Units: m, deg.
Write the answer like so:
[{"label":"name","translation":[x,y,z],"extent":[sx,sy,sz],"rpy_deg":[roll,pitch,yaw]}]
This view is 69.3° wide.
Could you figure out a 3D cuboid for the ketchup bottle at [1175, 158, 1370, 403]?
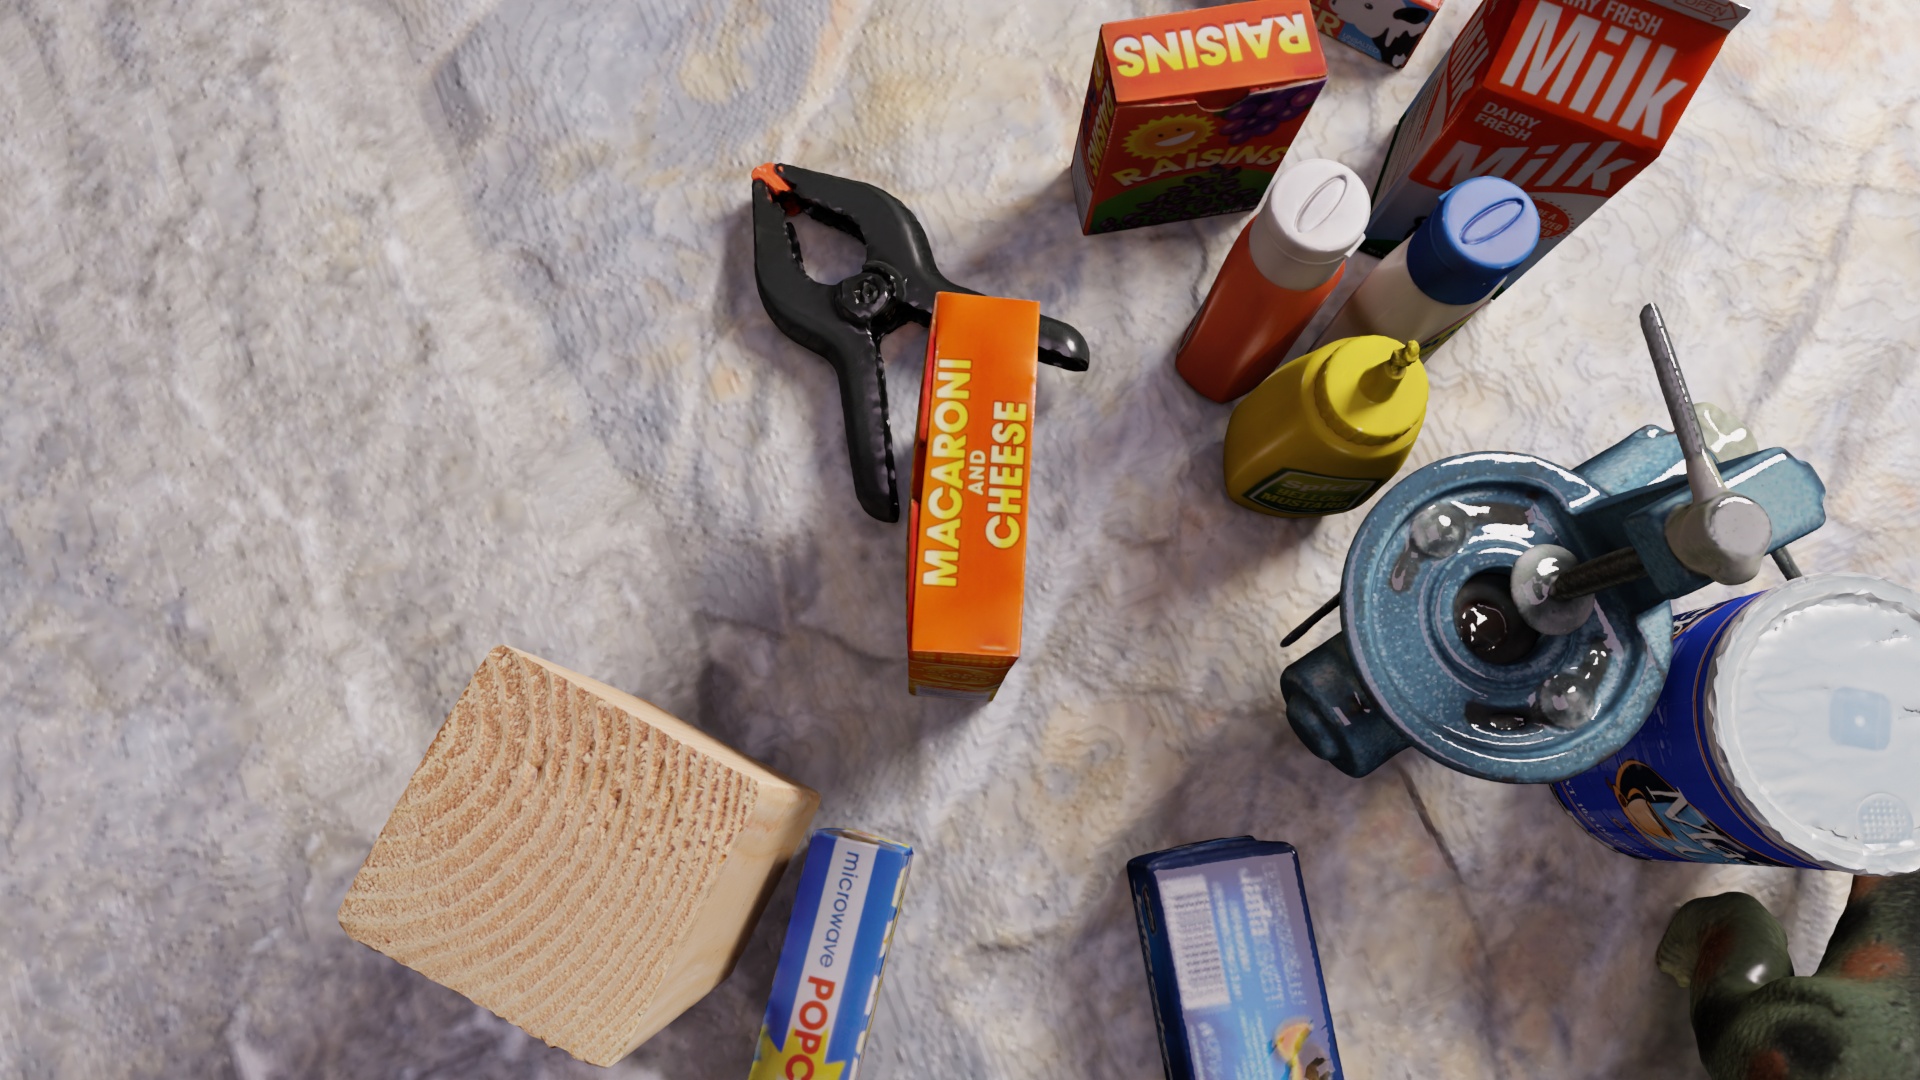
[{"label":"ketchup bottle","translation":[0.127,-0.104,0.564],"extent":[0.043,0.148,0.065],"rpy_deg":[39,80,6]}]

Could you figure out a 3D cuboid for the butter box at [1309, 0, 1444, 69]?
[{"label":"butter box","translation":[0.173,-0.263,0.647],"extent":[0.103,0.053,0.024],"rpy_deg":[29,79,4]}]

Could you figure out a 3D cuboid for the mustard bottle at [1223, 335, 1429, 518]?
[{"label":"mustard bottle","translation":[0.147,-0.046,0.546],"extent":[0.065,0.160,0.049],"rpy_deg":[5,79,0]}]

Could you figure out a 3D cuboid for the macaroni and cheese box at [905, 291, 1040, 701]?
[{"label":"macaroni and cheese box","translation":[0.002,-0.007,0.531],"extent":[0.040,0.166,0.124],"rpy_deg":[4,78,0]}]

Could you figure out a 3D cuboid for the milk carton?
[{"label":"milk carton","translation":[0.231,-0.173,0.560],"extent":[0.072,0.190,0.073],"rpy_deg":[21,79,3]}]

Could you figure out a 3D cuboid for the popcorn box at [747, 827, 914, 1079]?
[{"label":"popcorn box","translation":[-0.051,0.175,0.532],"extent":[0.038,0.085,0.127],"rpy_deg":[14,78,1]}]

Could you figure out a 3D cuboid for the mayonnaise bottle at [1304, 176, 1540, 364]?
[{"label":"mayonnaise bottle","translation":[0.187,-0.098,0.564],"extent":[0.065,0.148,0.041],"rpy_deg":[-33,81,-7]}]

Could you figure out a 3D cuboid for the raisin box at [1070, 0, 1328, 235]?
[{"label":"raisin box","translation":[0.096,-0.177,0.591],"extent":[0.086,0.123,0.040],"rpy_deg":[-9,79,-3]}]
